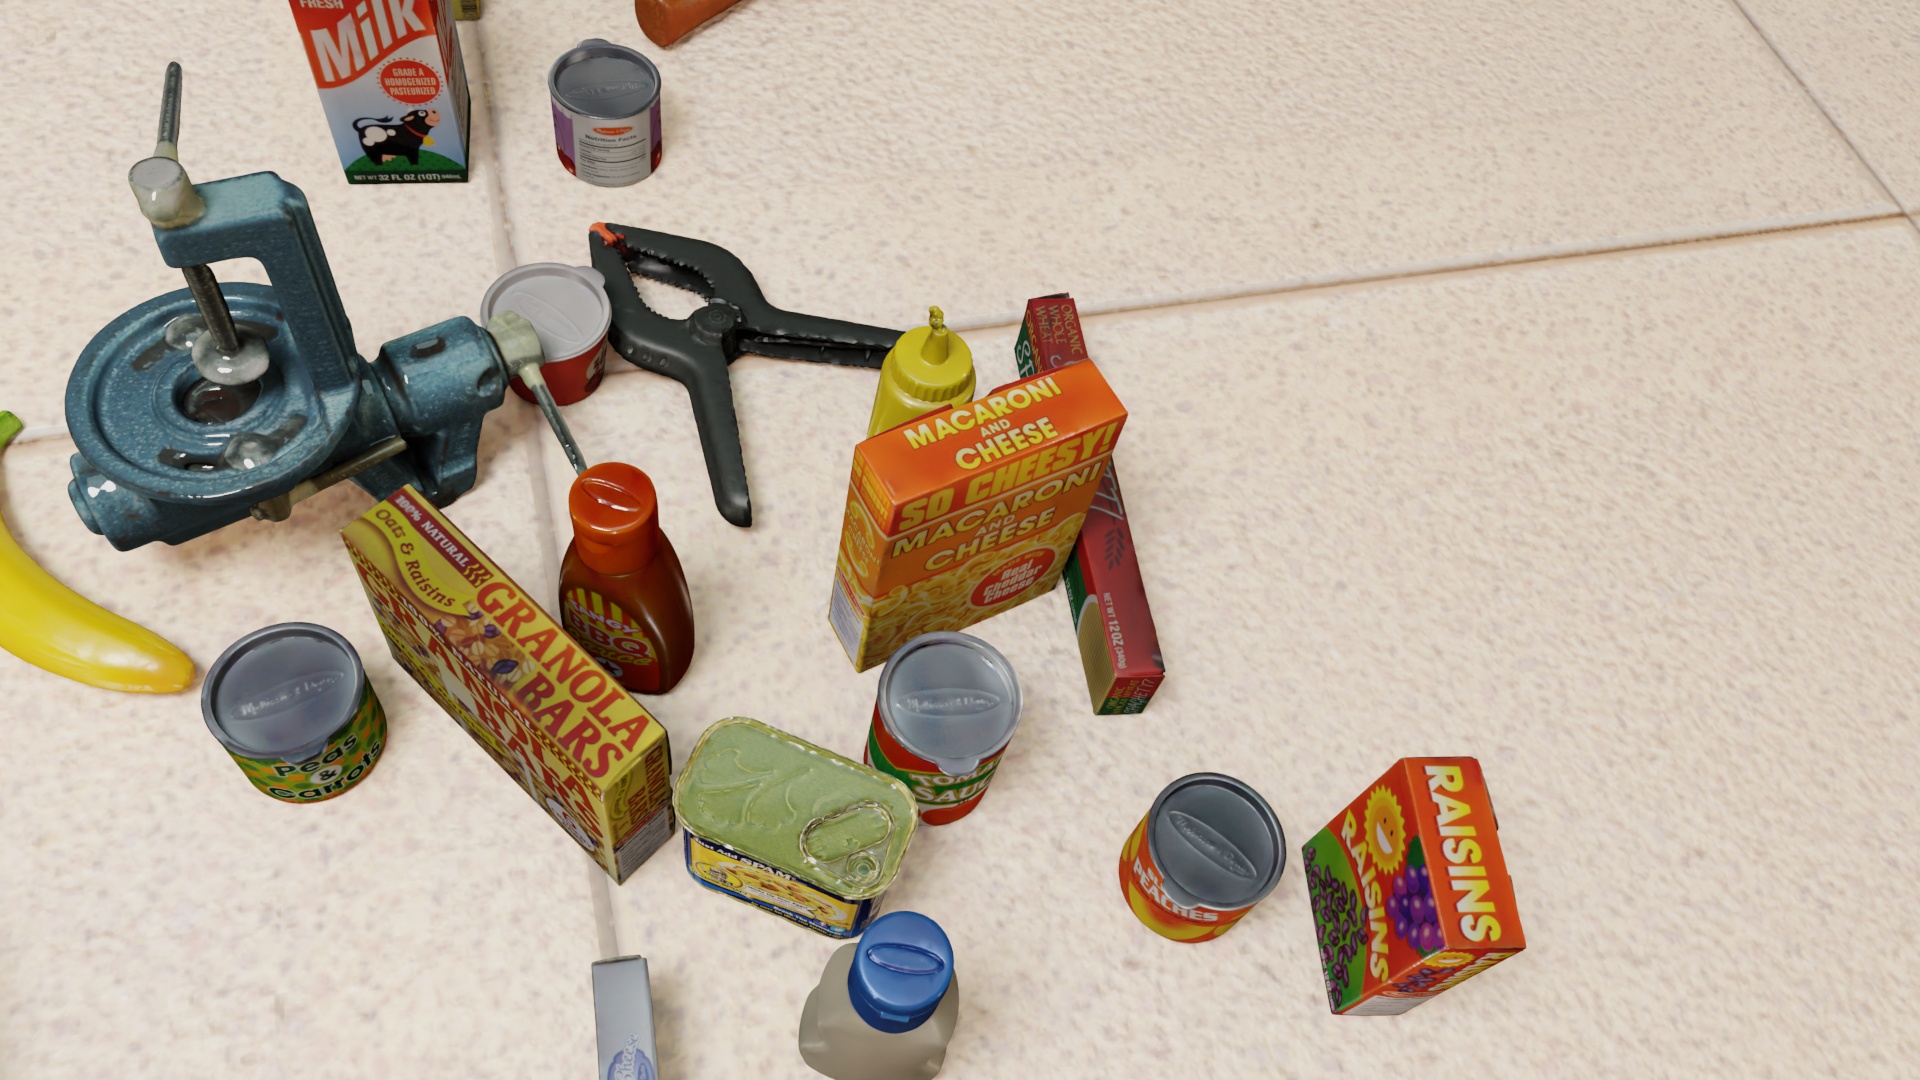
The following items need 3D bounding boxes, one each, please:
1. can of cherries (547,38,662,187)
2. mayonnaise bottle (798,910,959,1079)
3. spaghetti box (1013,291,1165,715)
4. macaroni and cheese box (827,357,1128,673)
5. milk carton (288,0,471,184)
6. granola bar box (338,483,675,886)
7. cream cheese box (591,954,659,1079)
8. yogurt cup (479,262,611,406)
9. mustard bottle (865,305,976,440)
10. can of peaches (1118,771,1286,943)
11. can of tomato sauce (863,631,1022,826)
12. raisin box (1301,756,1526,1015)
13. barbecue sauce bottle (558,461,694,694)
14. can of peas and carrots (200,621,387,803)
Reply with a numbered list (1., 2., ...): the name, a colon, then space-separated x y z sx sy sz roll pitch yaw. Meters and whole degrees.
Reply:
1. can of cherries: -0.218 -0.264 0.858 0.071 0.058 0.072 5 58 -7
2. mayonnaise bottle: -0.030 0.187 0.560 0.065 0.147 0.041 11 58 -3
3. spaghetti box: 0.067 -0.027 0.767 0.029 0.050 0.251 -3 59 -12
4. macaroni and cheese box: 0.002 -0.008 0.676 0.124 0.165 0.040 -22 65 -22
5. milk carton: -0.327 -0.294 0.779 0.072 0.189 0.074 -3 60 -12
6. granola bar box: -0.197 0.067 0.619 0.166 0.123 0.039 40 61 15
7. cream cheese box: -0.135 0.229 0.571 0.024 0.053 0.104 -5 60 -13
8. yogurt cup: -0.226 -0.111 0.764 0.072 0.053 0.073 5 58 -7
9. mustard bottle: -0.020 -0.062 0.709 0.049 0.159 0.065 18 58 1
10. can of peaches: 0.112 0.153 0.659 0.071 0.057 0.071 5 58 -7
11. can of tomato sauce: -0.010 0.093 0.660 0.071 0.082 0.071 5 58 -7
12. raisin box: 0.202 0.160 0.633 0.040 0.122 0.086 3 59 -8
13. barbecue sauce bottle: -0.156 0.019 0.641 0.065 0.147 0.044 23 58 5
14. can of peas and carrots: -0.299 0.081 0.630 0.071 0.058 0.071 5 58 -7
